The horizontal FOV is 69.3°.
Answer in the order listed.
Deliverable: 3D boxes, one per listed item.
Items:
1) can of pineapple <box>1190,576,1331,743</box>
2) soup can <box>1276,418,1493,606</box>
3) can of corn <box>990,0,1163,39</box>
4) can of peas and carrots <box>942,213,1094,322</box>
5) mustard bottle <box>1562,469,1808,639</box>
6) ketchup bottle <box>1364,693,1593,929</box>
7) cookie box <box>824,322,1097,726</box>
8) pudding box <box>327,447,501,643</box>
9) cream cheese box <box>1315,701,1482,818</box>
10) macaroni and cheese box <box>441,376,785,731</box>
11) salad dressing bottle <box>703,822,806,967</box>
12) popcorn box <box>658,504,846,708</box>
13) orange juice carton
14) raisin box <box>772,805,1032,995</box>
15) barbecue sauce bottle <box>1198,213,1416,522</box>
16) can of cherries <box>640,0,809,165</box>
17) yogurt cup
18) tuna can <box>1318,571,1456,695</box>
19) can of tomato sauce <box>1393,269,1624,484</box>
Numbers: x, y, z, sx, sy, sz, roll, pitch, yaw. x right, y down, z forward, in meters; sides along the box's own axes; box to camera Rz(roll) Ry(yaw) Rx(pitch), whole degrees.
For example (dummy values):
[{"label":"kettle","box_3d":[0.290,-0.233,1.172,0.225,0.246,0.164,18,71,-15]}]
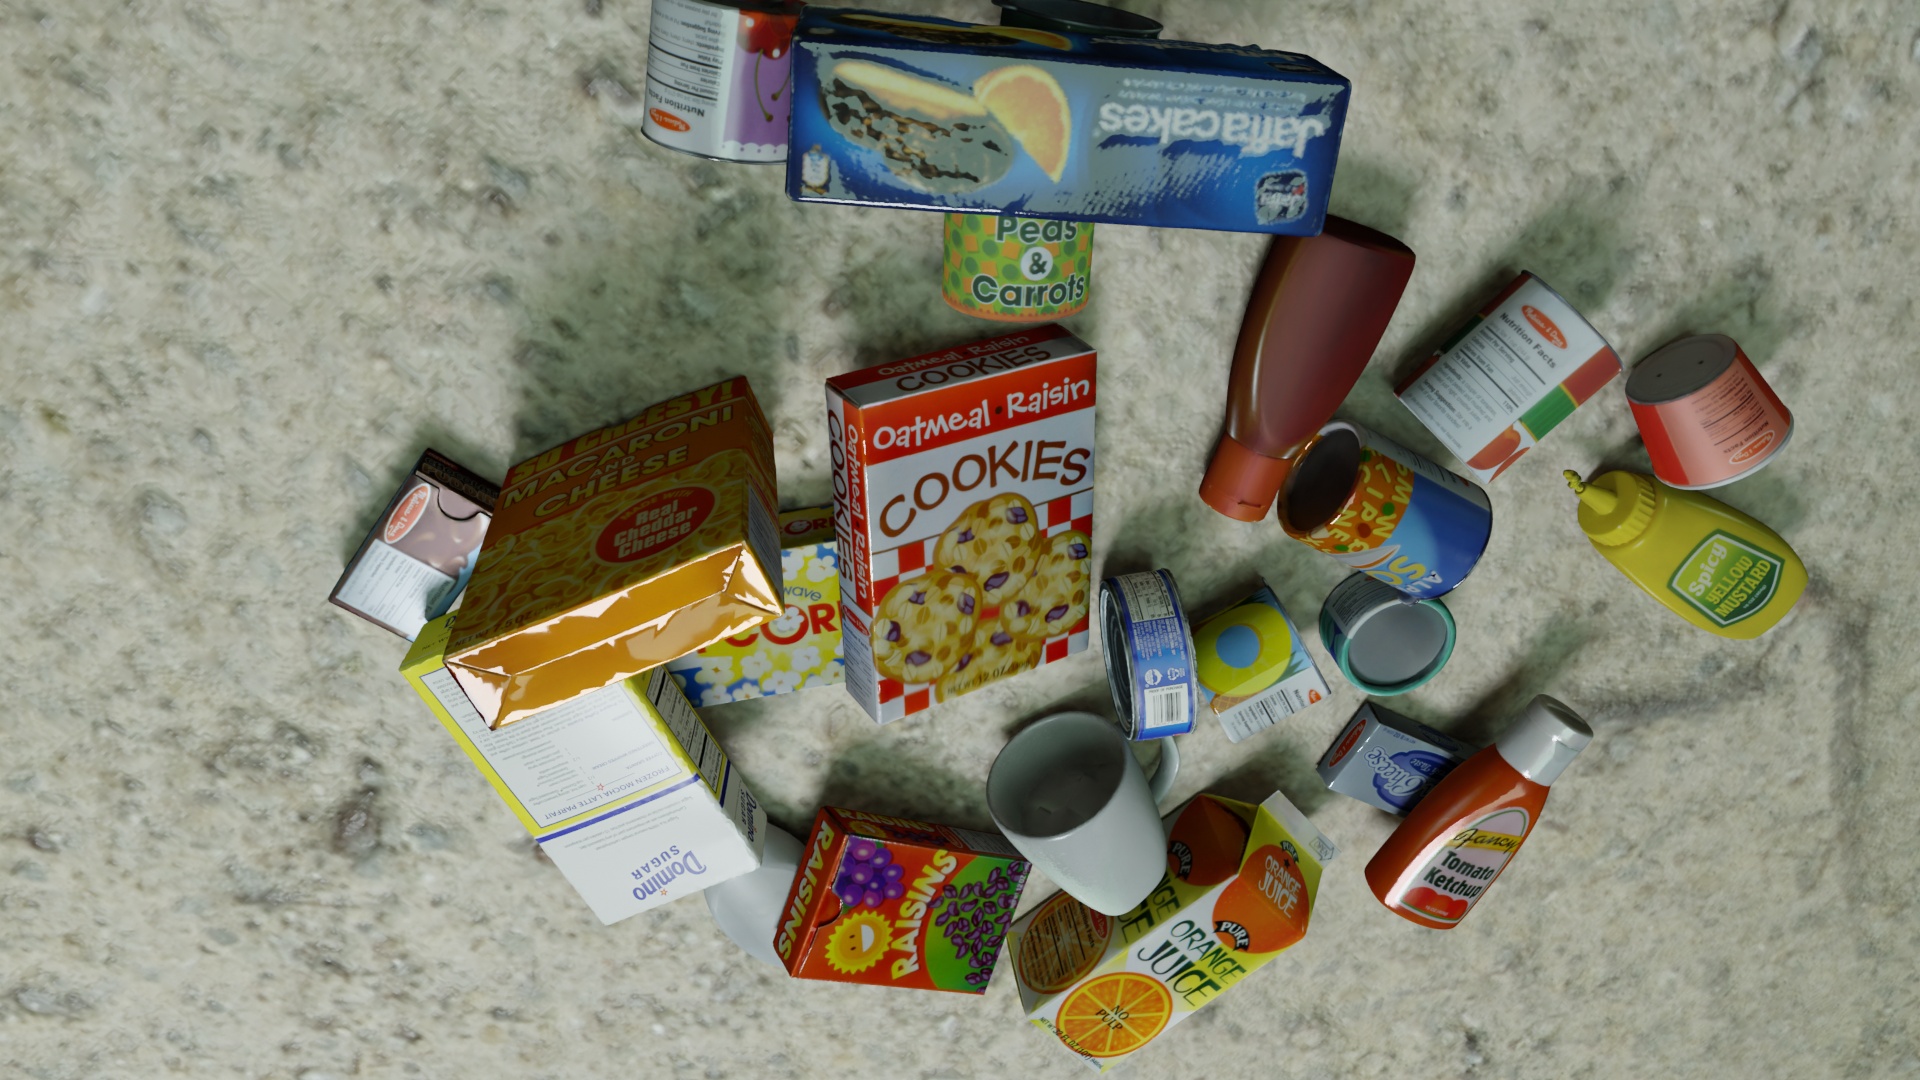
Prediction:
[{"label":"can of pineapple","box_3d":[0.153,0.064,0.734,0.058,0.071,0.070,-29,119,8]},{"label":"soup can","box_3d":[0.211,-0.013,0.698,0.084,0.071,0.071,23,113,-20]},{"label":"can of corn","box_3d":[0.043,-0.189,0.573,0.071,0.071,0.058,4,119,-11]},{"label":"can of peas and carrots","box_3d":[0.026,-0.131,0.600,0.071,0.071,0.058,-2,120,-8]},{"label":"mustard bottle","box_3d":[0.379,0.000,0.744,0.160,0.049,0.065,24,111,-21]},{"label":"ketchup bottle","box_3d":[0.297,0.153,0.789,0.065,0.044,0.148,22,113,-20]},{"label":"cookie box","box_3d":[0.002,-0.008,0.659,0.123,0.040,0.166,-17,122,-26]},{"label":"pudding box","box_3d":[-0.252,0.004,0.652,0.049,0.030,0.083,33,109,-23]},{"label":"cream cheese box","box_3d":[0.266,0.136,0.815,0.104,0.024,0.053,23,114,-20]},{"label":"macaroni and cheese box","box_3d":[-0.139,-0.004,0.588,0.124,0.167,0.040,-21,120,3]},{"label":"salad dressing bottle","box_3d":[-0.122,0.171,0.760,0.064,0.044,0.147,-29,118,3]},{"label":"popcorn box","box_3d":[-0.106,0.034,0.688,0.127,0.038,0.084,-9,120,-4]},{"label":"orange juice carton","box_3d":[0.126,0.218,0.809,0.192,0.073,0.071,-38,118,12]},{"label":"raisin box","box_3d":[-0.031,0.200,0.766,0.123,0.040,0.086,17,97,-30]},{"label":"barbecue sauce bottle","box_3d":[0.158,-0.080,0.666,0.065,0.044,0.147,12,117,-15]},{"label":"can of cherries","box_3d":[-0.090,-0.188,0.555,0.071,0.072,0.058,5,117,-12]},{"label":"yogurt cup","box_3d":[0.373,-0.067,0.699,0.072,0.072,0.054,-35,110,11]},{"label":"tuna can","box_3d":[0.234,0.051,0.758,0.071,0.033,0.070,-4,119,-7]},{"label":"can of tomato sauce","box_3d":[0.264,-0.077,0.673,0.071,0.071,0.083,38,108,-25]}]
